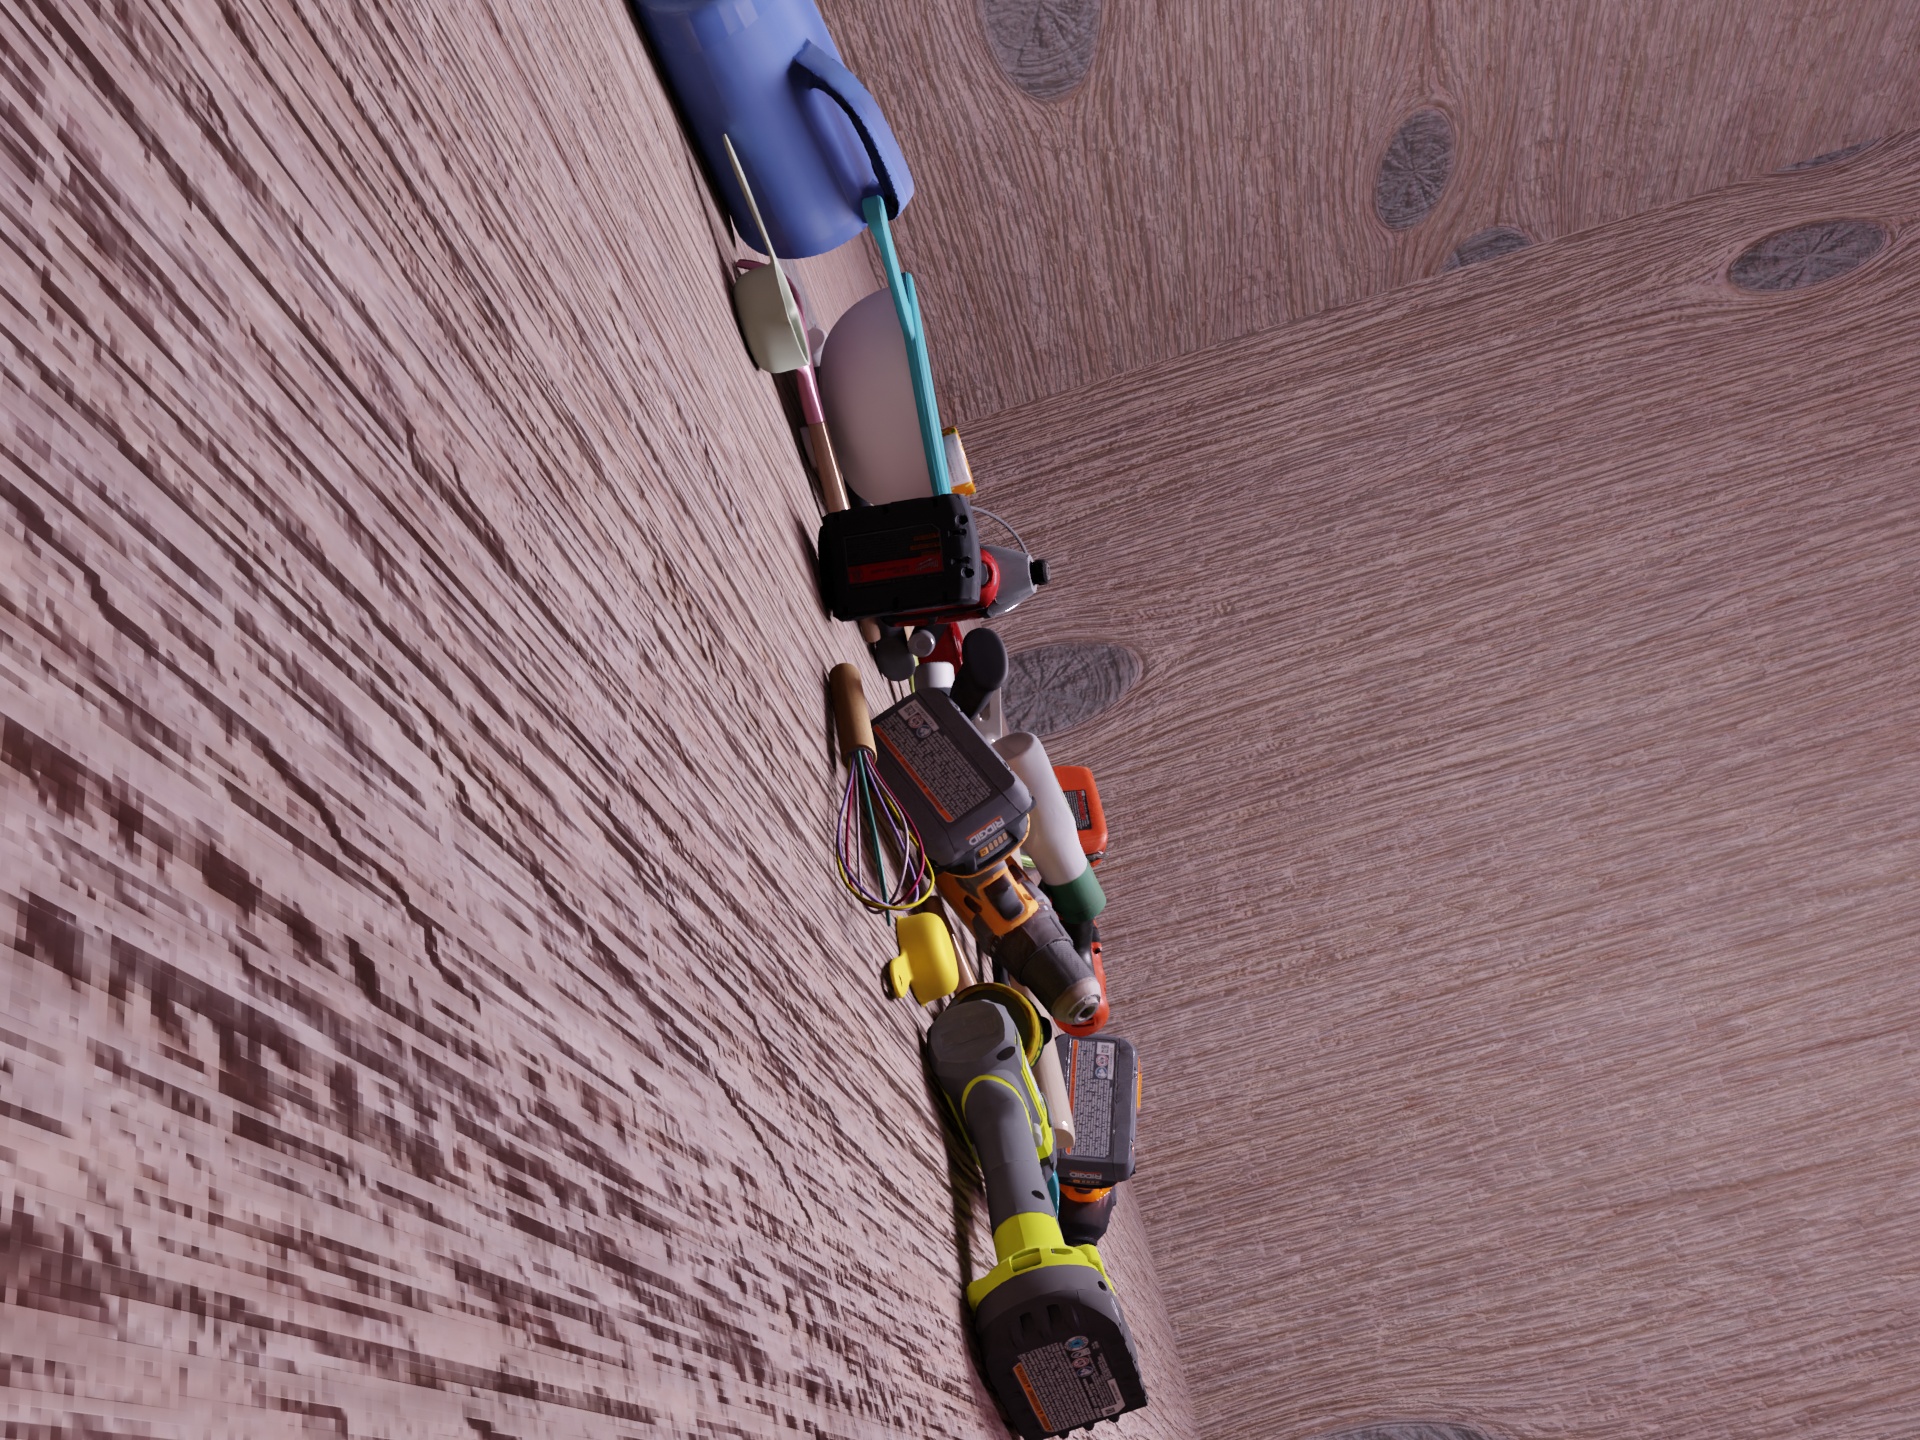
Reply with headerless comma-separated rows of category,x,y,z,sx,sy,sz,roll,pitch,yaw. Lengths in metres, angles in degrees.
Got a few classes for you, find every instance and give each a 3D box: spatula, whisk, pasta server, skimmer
spatula,0.026,0.282,1.191,0.082,0.044,0.317,-52,121,-84
whisk,-0.054,0.036,0.945,0.245,0.047,0.051,-106,176,-56
pasta server,-0.114,-0.206,1.249,0.060,0.040,0.316,-97,173,-68
skimmer,0.001,-0.129,1.477,0.127,0.090,0.363,39,14,-5

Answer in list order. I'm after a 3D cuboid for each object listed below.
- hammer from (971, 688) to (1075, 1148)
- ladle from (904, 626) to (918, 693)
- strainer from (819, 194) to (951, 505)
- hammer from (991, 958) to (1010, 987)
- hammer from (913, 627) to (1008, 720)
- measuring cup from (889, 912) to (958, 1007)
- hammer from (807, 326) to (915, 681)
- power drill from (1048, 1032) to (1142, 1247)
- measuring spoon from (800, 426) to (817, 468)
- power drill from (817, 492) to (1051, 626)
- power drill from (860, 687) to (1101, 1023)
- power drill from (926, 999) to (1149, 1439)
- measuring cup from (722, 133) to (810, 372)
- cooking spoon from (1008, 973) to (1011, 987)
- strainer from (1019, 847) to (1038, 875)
hammer,0.043,0.149,1.261,0.411,0.038,0.146,-99,-176,-47
ladle,-0.047,-0.097,1.498,0.078,0.062,0.320,20,48,-60
strainer,-0.075,-0.286,1.270,0.340,0.095,0.211,73,8,-64
hammer,0.041,0.262,1.389,0.337,0.034,0.127,-97,169,-66
hammer,-0.002,-0.004,1.212,0.409,0.036,0.149,122,-36,-80
measuring cup,-0.023,0.150,0.980,0.156,0.029,0.062,36,38,-86
hammer,-0.087,-0.183,1.427,0.146,0.035,0.335,64,10,-62
power drill,0.109,0.373,1.379,0.226,0.084,0.164,84,11,-62
measuring spoon,-0.116,-0.229,1.329,0.124,0.018,0.034,-85,158,-81
power drill,-0.016,-0.113,1.215,0.219,0.143,0.078,6,77,-76
power drill,0.020,0.102,1.085,0.186,0.084,0.226,50,-11,34
power drill,0.042,0.302,0.958,0.223,0.080,0.171,-106,177,-52
measuring cup,-0.152,-0.328,1.131,0.083,0.038,0.167,-92,163,-74
cooking spoon,0.057,0.209,1.448,0.319,0.017,0.069,-58,130,-83
strainer,0.007,0.063,1.529,0.257,0.151,0.069,56,-51,34
